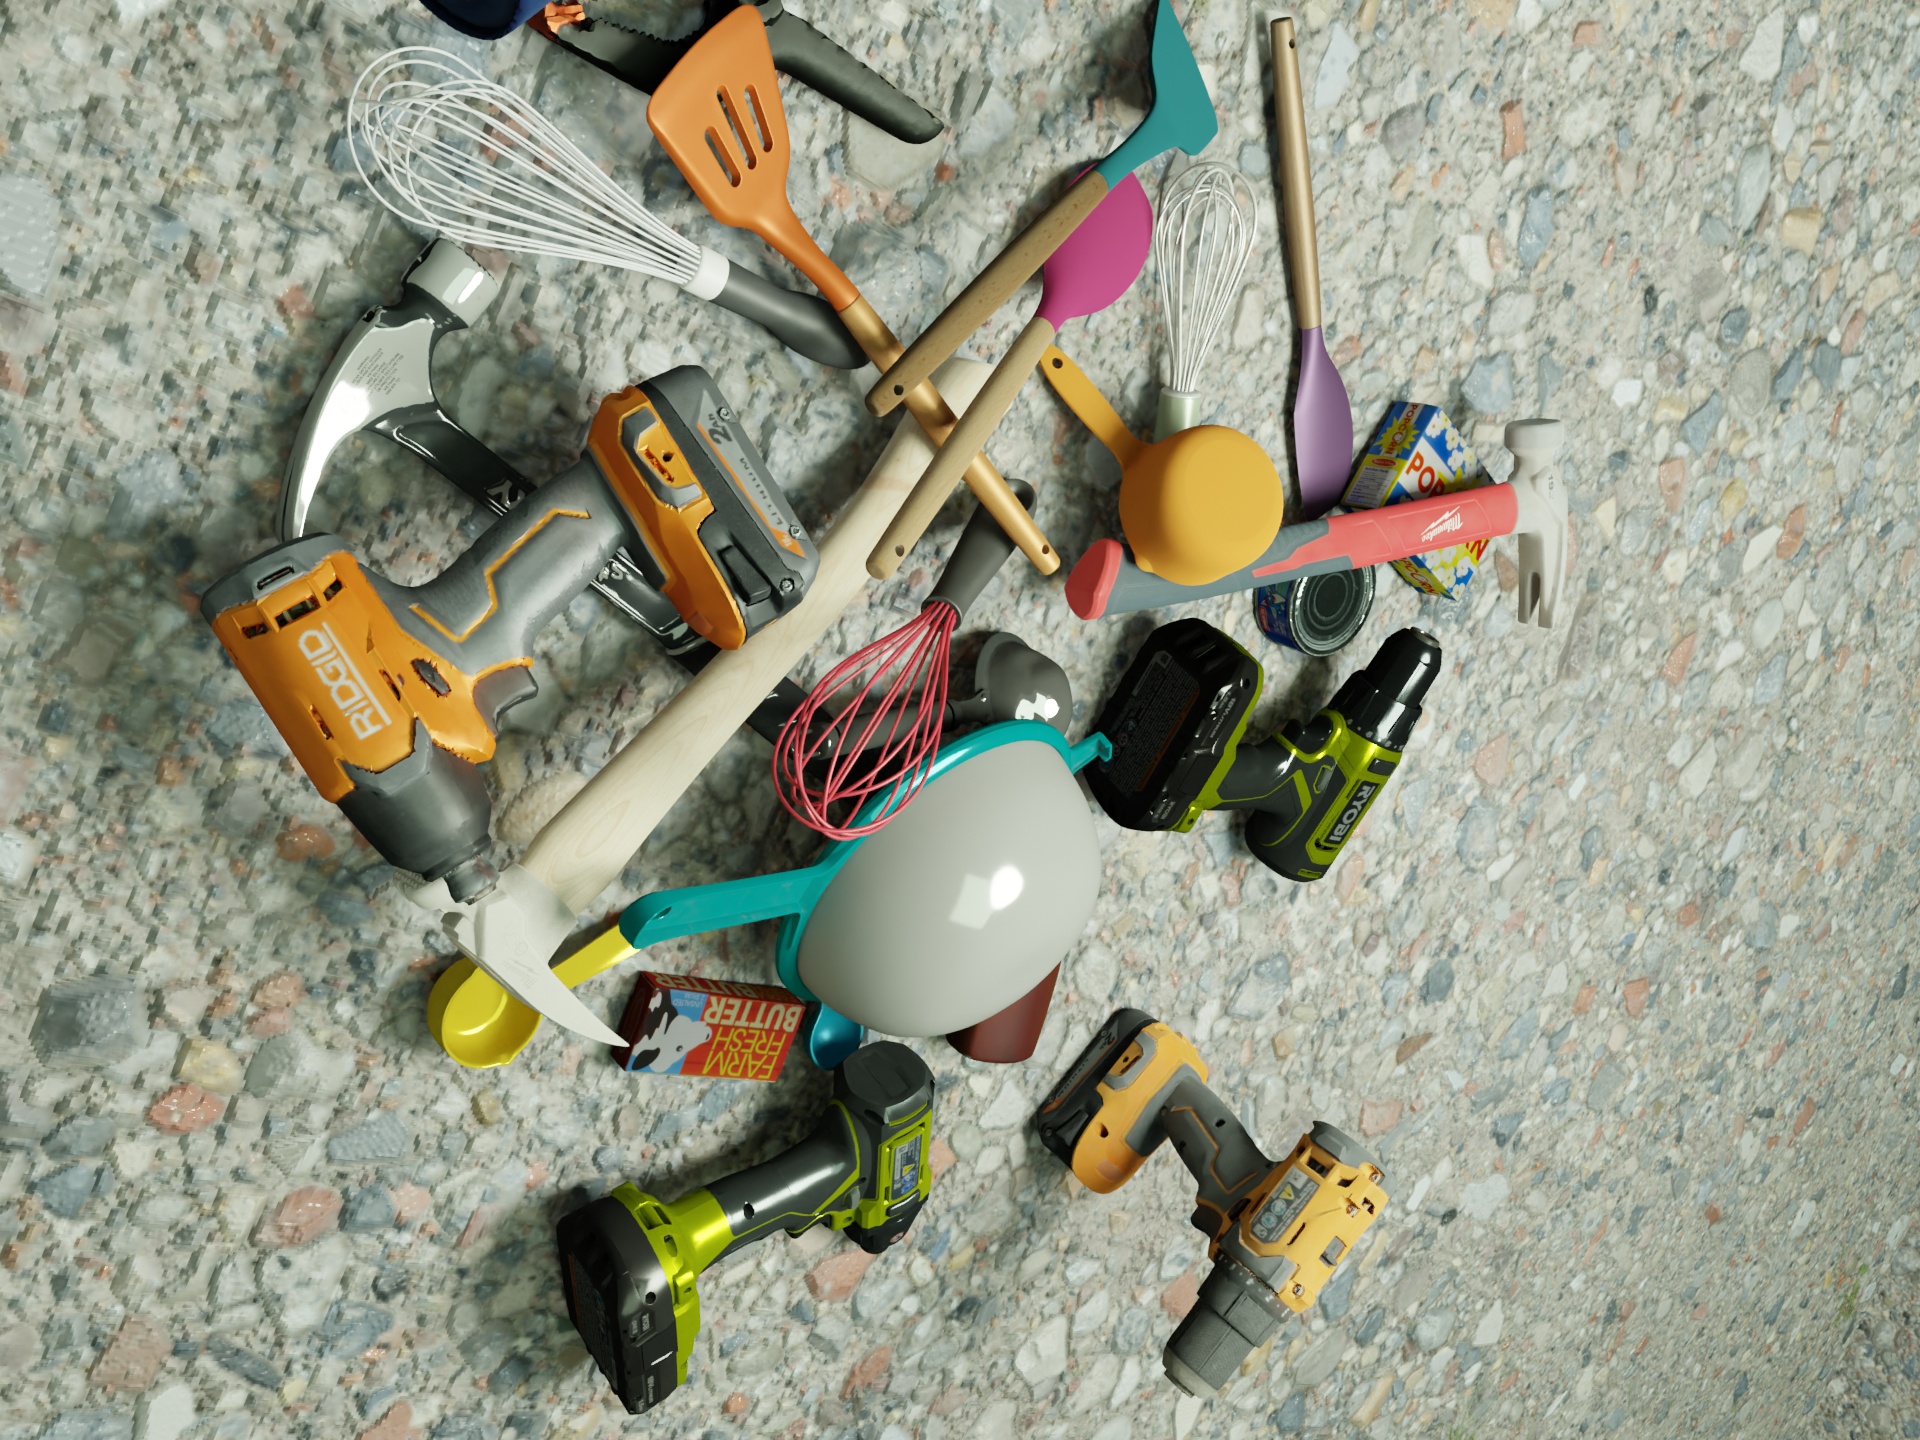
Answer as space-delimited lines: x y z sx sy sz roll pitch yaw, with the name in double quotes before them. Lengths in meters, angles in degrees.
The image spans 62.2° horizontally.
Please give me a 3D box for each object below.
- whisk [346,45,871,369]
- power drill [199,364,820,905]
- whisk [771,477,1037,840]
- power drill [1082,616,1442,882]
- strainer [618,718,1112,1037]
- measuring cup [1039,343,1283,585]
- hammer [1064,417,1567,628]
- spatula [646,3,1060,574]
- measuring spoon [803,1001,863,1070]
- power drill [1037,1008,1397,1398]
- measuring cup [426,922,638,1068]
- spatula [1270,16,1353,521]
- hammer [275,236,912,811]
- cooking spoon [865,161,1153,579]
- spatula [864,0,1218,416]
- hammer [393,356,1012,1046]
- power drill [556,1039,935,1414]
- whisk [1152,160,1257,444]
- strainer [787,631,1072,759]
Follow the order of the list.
"whisk" -0.144 -0.220 0.729 0.284 0.070 0.070 16 99 -45
"power drill" -0.177 -0.037 0.683 0.226 0.084 0.164 -33 95 -20
"whisk" -0.016 -0.043 0.817 0.296 0.073 0.073 -60 140 -45
"power drill" 0.208 0.008 1.045 0.228 0.080 0.190 12 115 -39
"strainer" -0.028 0.109 0.832 0.340 0.095 0.211 -2 132 -56
"measuring cup" 0.112 -0.154 0.901 0.173 0.052 0.095 46 69 -13
"hammer" 0.239 -0.097 1.012 0.386 0.038 0.143 -13 108 -26
"spatula" -0.036 -0.188 0.782 0.322 0.041 0.081 49 64 -30
"measuring spoon" -0.086 0.147 0.948 0.042 0.021 0.128 -23 112 -41
"power drill" 0.147 0.312 1.044 0.185 0.226 0.084 -50 129 -9
"measuring cup" -0.211 0.127 0.845 0.156 0.029 0.062 -30 124 -38
"spatula" 0.217 -0.272 0.992 0.060 0.018 0.315 -35 127 -28
"hammer" -0.151 -0.047 0.805 0.149 0.036 0.408 -53 130 -5
"cooking spoon" 0.032 -0.187 0.825 0.068 0.017 0.319 52 55 -31
"spatula" 0.049 -0.261 0.824 0.317 0.044 0.082 -49 127 -22
"hammer" -0.094 -0.030 0.805 0.411 0.038 0.146 -52 132 -22
"power drill" -0.115 0.301 0.939 0.223 0.080 0.171 -23 136 -31
"whisk" 0.133 -0.203 0.945 0.058 0.059 0.246 -33 135 -55
"strainer" -0.001 -0.003 0.880 0.258 0.050 0.087 -12 88 -50
